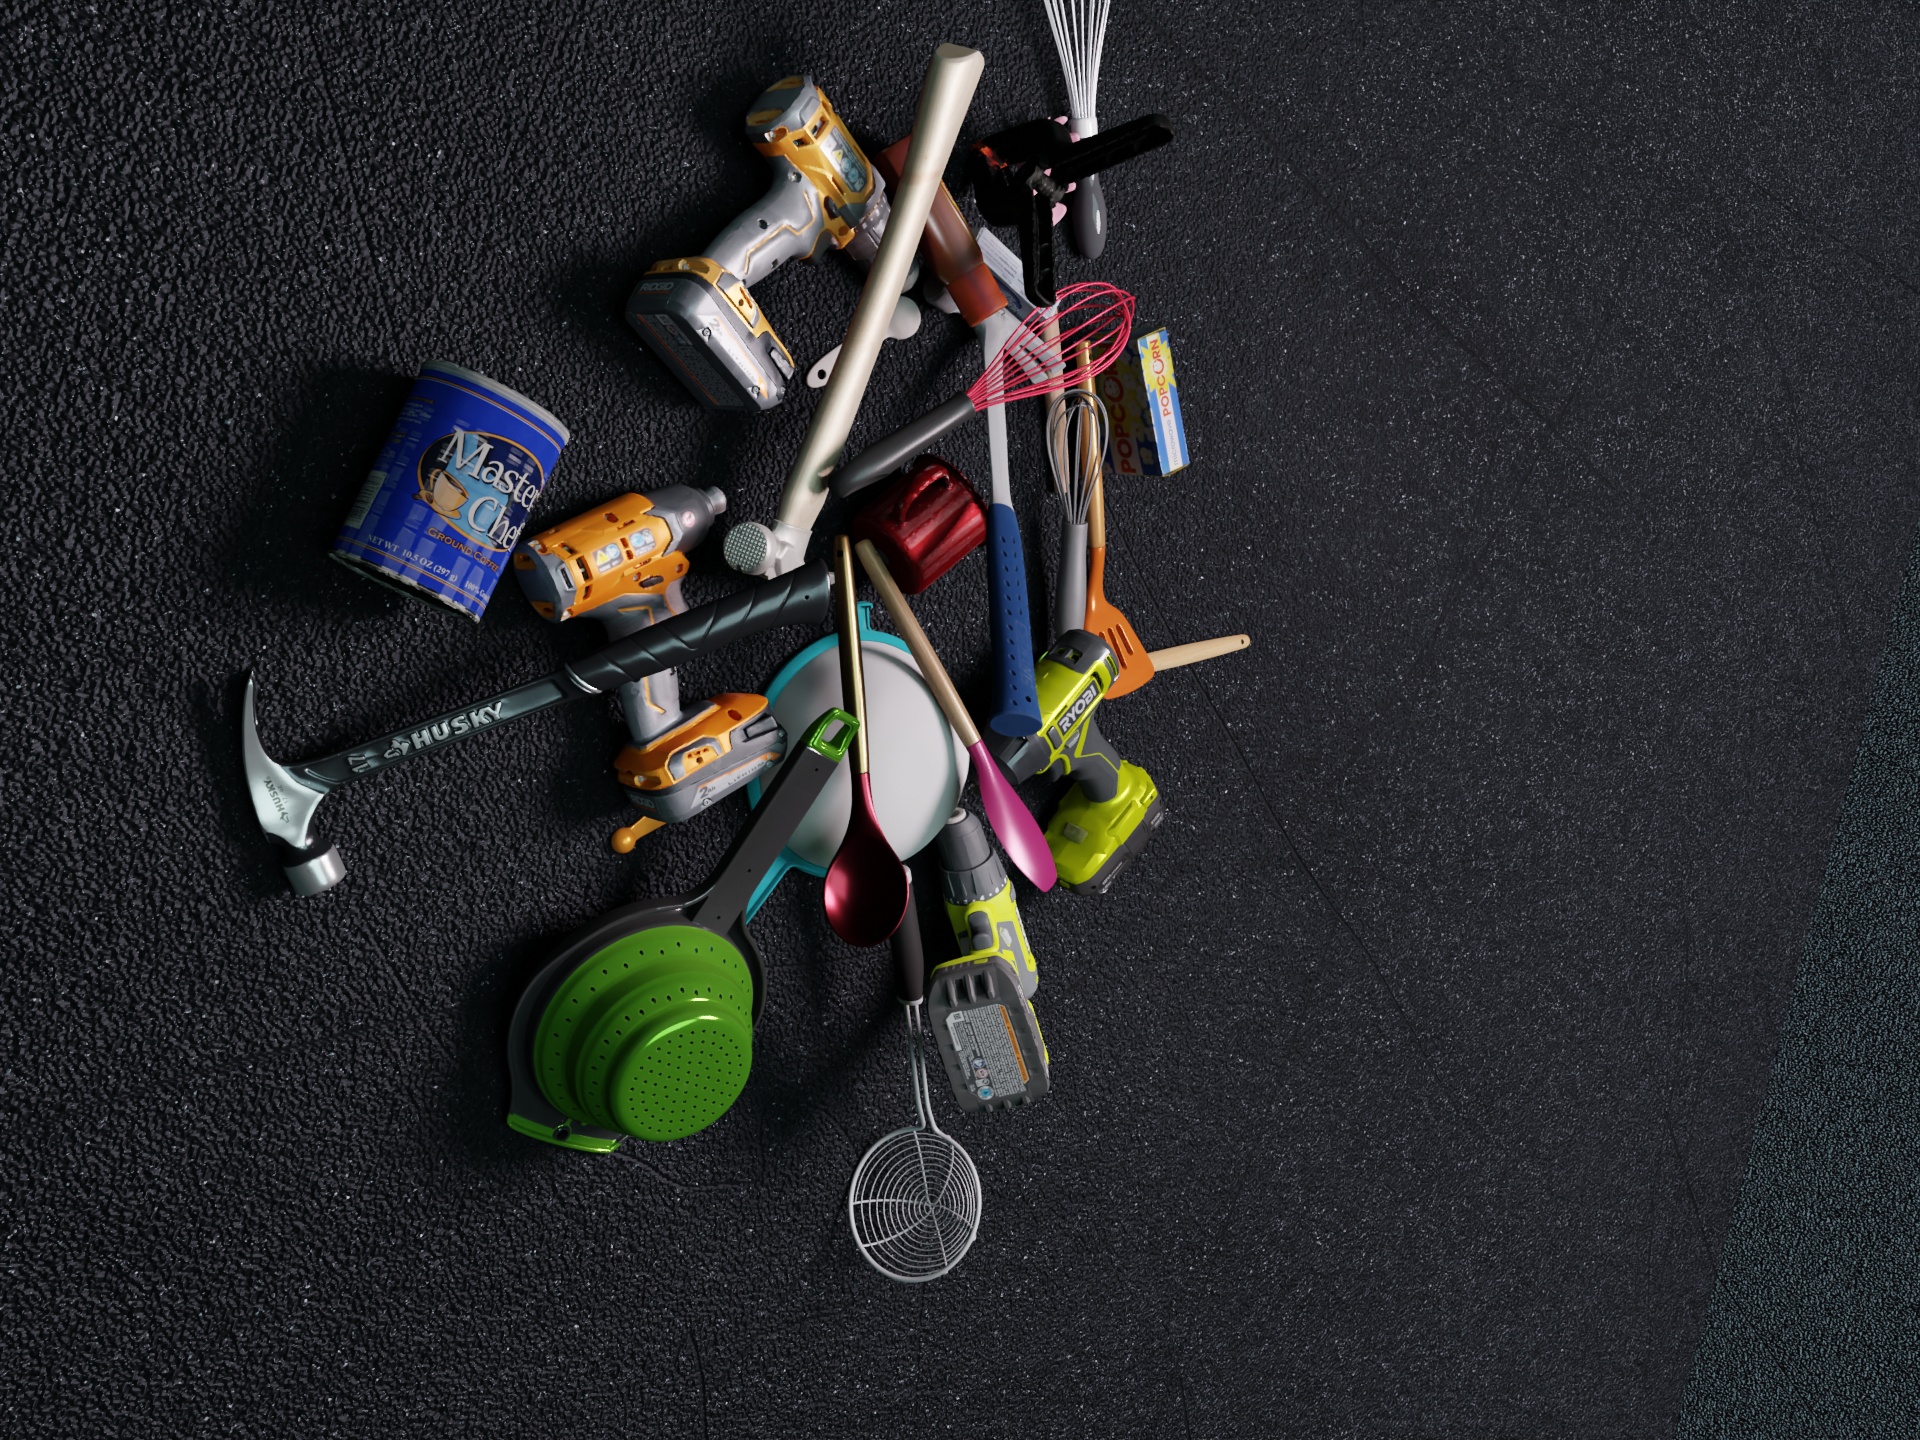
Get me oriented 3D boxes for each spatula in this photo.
[{"bbox_3d":[0.130,-0.181,1.446,0.081,0.041,0.322,-24,116,-41],"label":"spatula"}]

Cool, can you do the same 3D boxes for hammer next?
[{"bbox_3d":[-0.064,-0.296,1.190,0.410,0.038,0.146,-69,161,6],"label":"hammer"},{"bbox_3d":[0.037,-0.172,1.254,0.144,0.035,0.406,25,51,-40],"label":"hammer"},{"bbox_3d":[-0.277,-0.026,1.075,0.409,0.036,0.149,-23,110,-14],"label":"hammer"}]

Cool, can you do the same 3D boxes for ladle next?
[{"bbox_3d":[-0.081,0.015,1.222,0.031,0.069,0.315,-7,93,-79],"label":"ladle"}]

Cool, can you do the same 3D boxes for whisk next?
[{"bbox_3d":[0.020,-0.251,1.212,0.296,0.073,0.073,-35,120,-17],"label":"whisk"},{"bbox_3d":[0.102,-0.539,1.356,0.070,0.070,0.284,-22,117,-35],"label":"whisk"},{"bbox_3d":[0.098,-0.173,1.406,0.055,0.055,0.239,-14,114,-37],"label":"whisk"}]

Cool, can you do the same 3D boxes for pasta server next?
[{"bbox_3d":[0.082,-0.355,1.382,0.060,0.040,0.316,-22,113,-43],"label":"pasta server"}]

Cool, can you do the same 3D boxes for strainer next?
[{"bbox_3d":[-0.100,0.083,1.279,0.340,0.095,0.210,-53,127,-20],"label":"strainer"}]

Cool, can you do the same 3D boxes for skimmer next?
[{"bbox_3d":[-0.050,0.299,1.330,0.090,0.127,0.363,-40,131,-53],"label":"skimmer"}]

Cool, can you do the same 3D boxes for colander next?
[{"bbox_3d":[-0.176,0.173,1.170,0.204,0.095,0.397,31,94,-42],"label":"colander"}]

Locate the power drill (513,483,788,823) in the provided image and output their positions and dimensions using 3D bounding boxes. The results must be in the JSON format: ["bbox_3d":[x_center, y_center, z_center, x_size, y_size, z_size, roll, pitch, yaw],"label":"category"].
[{"bbox_3d":[-0.211,-0.058,1.171,0.164,0.084,0.226,-33,114,-31],"label":"power drill"}]

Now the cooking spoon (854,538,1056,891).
[{"bbox_3d":[-0.002,-0.004,1.280,0.319,0.017,0.069,60,27,-4],"label":"cooking spoon"}]

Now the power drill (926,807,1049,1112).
[{"bbox_3d":[0.018,0.198,1.340,0.080,0.229,0.190,-14,114,7],"label":"power drill"}]

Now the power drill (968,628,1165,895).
[{"bbox_3d":[0.093,0.050,1.413,0.171,0.080,0.223,-49,138,-19],"label":"power drill"}]

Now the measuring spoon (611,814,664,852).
[{"bbox_3d":[-0.220,0.067,1.231,0.117,0.011,0.021,-36,120,-29],"label":"measuring spoon"}]

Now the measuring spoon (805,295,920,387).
[{"bbox_3d":[-0.075,-0.301,1.274,0.124,0.018,0.034,-41,122,-25],"label":"measuring spoon"}]

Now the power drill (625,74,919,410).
[{"bbox_3d":[-0.127,-0.334,1.188,0.185,0.084,0.226,48,64,-43],"label":"power drill"}]

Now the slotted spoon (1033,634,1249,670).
[{"bbox_3d":[0.174,-0.052,1.526,0.313,0.031,0.070,-14,97,-39],"label":"slotted spoon"}]
